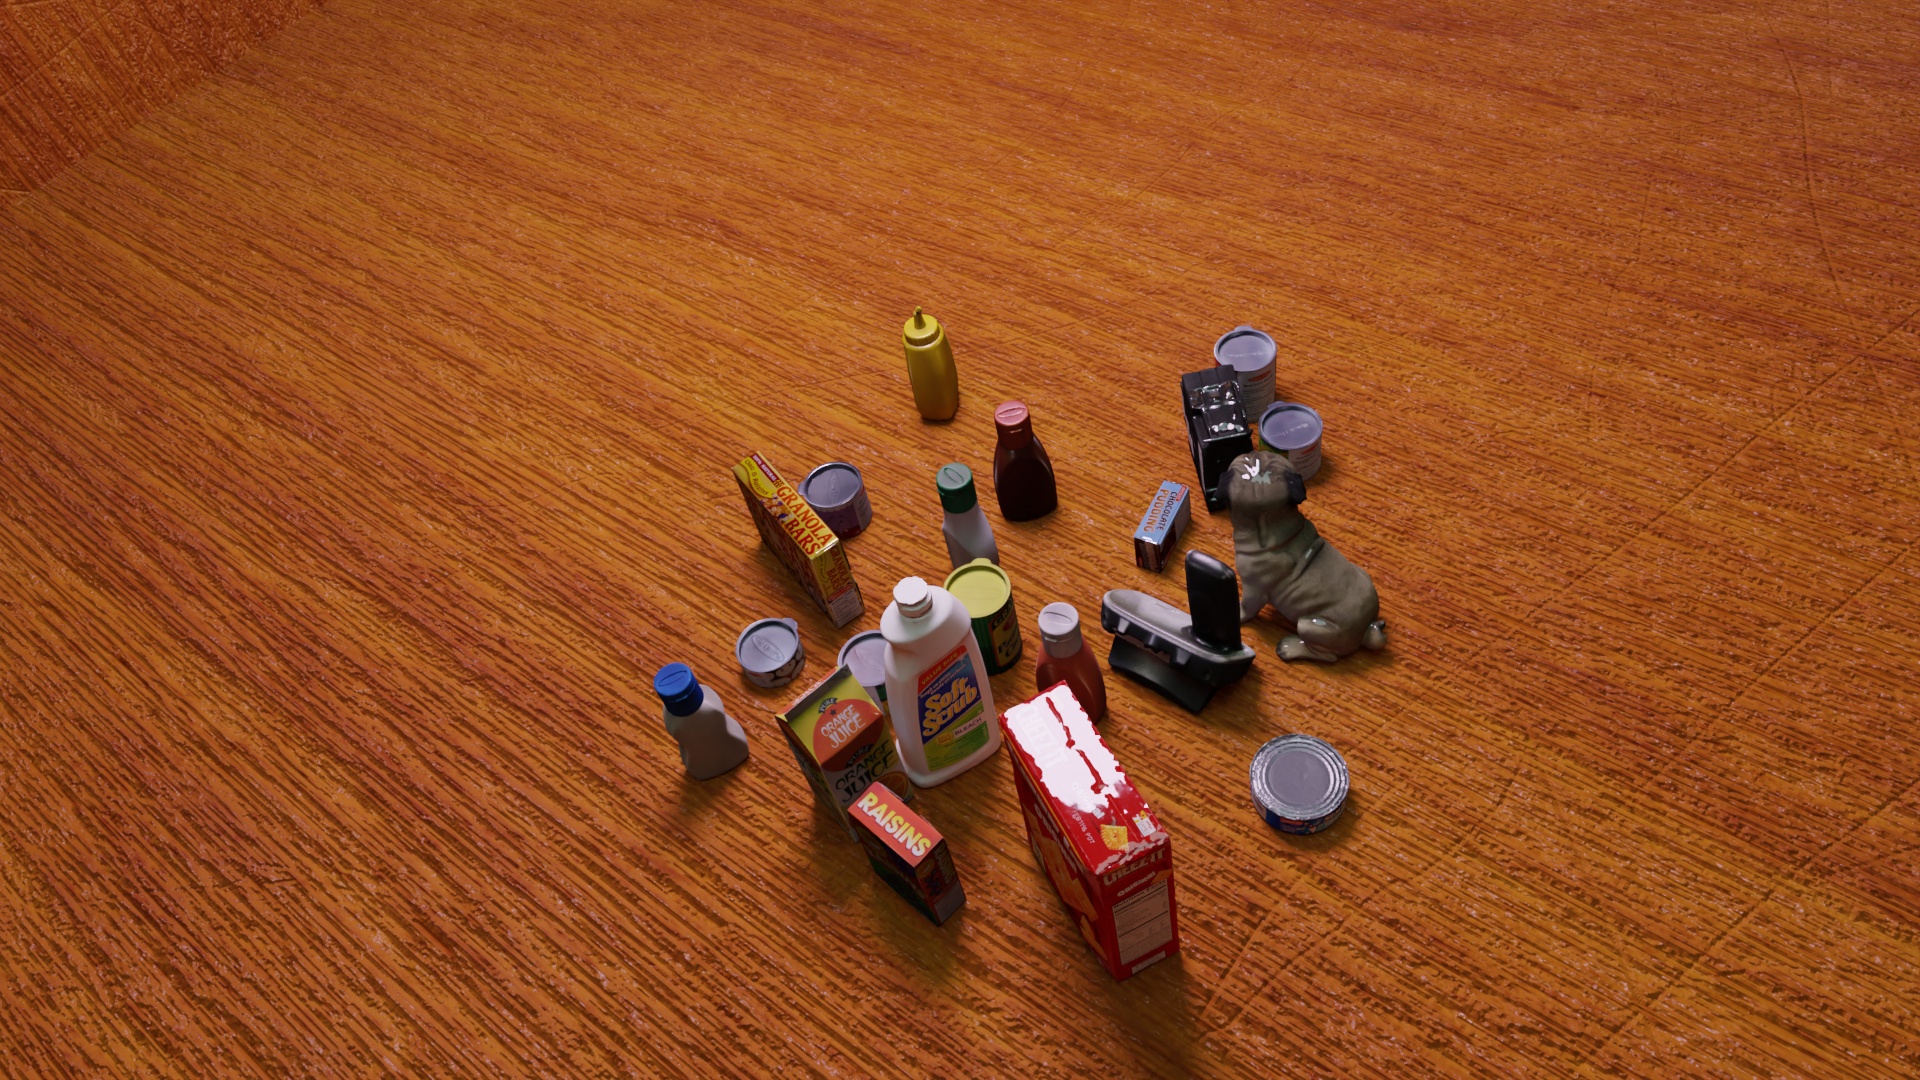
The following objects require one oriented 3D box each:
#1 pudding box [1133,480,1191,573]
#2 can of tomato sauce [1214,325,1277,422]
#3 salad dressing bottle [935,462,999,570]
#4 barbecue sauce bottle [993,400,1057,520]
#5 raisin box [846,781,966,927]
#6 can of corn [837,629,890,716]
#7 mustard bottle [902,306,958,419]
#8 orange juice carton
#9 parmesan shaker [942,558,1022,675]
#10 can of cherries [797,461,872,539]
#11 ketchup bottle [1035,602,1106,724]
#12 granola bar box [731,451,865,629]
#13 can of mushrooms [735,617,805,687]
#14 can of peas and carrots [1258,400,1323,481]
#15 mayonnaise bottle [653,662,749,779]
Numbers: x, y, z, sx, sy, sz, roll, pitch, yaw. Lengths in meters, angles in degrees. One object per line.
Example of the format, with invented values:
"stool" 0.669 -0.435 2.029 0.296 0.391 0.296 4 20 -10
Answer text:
"pudding box" 0.209 -0.015 1.432 0.030 0.049 0.084 17 57 24
"can of tomato sauce" 0.312 -0.182 1.525 0.071 0.082 0.071 -6 51 7
"salad dressing bottle" 0.005 -0.018 1.413 0.044 0.147 0.064 -37 54 -17
"barbecue sauce bottle" 0.063 -0.083 1.453 0.065 0.147 0.044 -14 50 1
"raisin box" -0.045 0.272 1.203 0.086 0.122 0.040 34 65 32
"can of corn" -0.080 0.130 1.368 0.071 0.058 0.071 -6 51 7
"mustard bottle" -0.036 -0.207 1.567 0.049 0.159 0.065 0 52 12
"orange juice carton" -0.106 0.184 1.243 0.072 0.191 0.073 -38 54 -18
"parmesan shaker" 0.024 0.076 1.362 0.071 0.102 0.072 -6 51 7
"can of cherries" -0.137 -0.043 1.520 0.071 0.058 0.072 -6 51 7
"ketchup bottle" 0.098 0.115 1.285 0.065 0.148 0.044 16 56 23
"granola bar box" -0.168 -0.001 1.450 0.039 0.123 0.166 -34 53 -15
"can of mushrooms" -0.192 0.114 1.420 0.071 0.033 0.071 -6 51 7
"can of peas and carrots" 0.347 -0.104 1.470 0.071 0.058 0.071 -6 51 7
"mayonnaise bottle" -0.248 0.170 1.312 0.065 0.147 0.041 -26 51 -9
